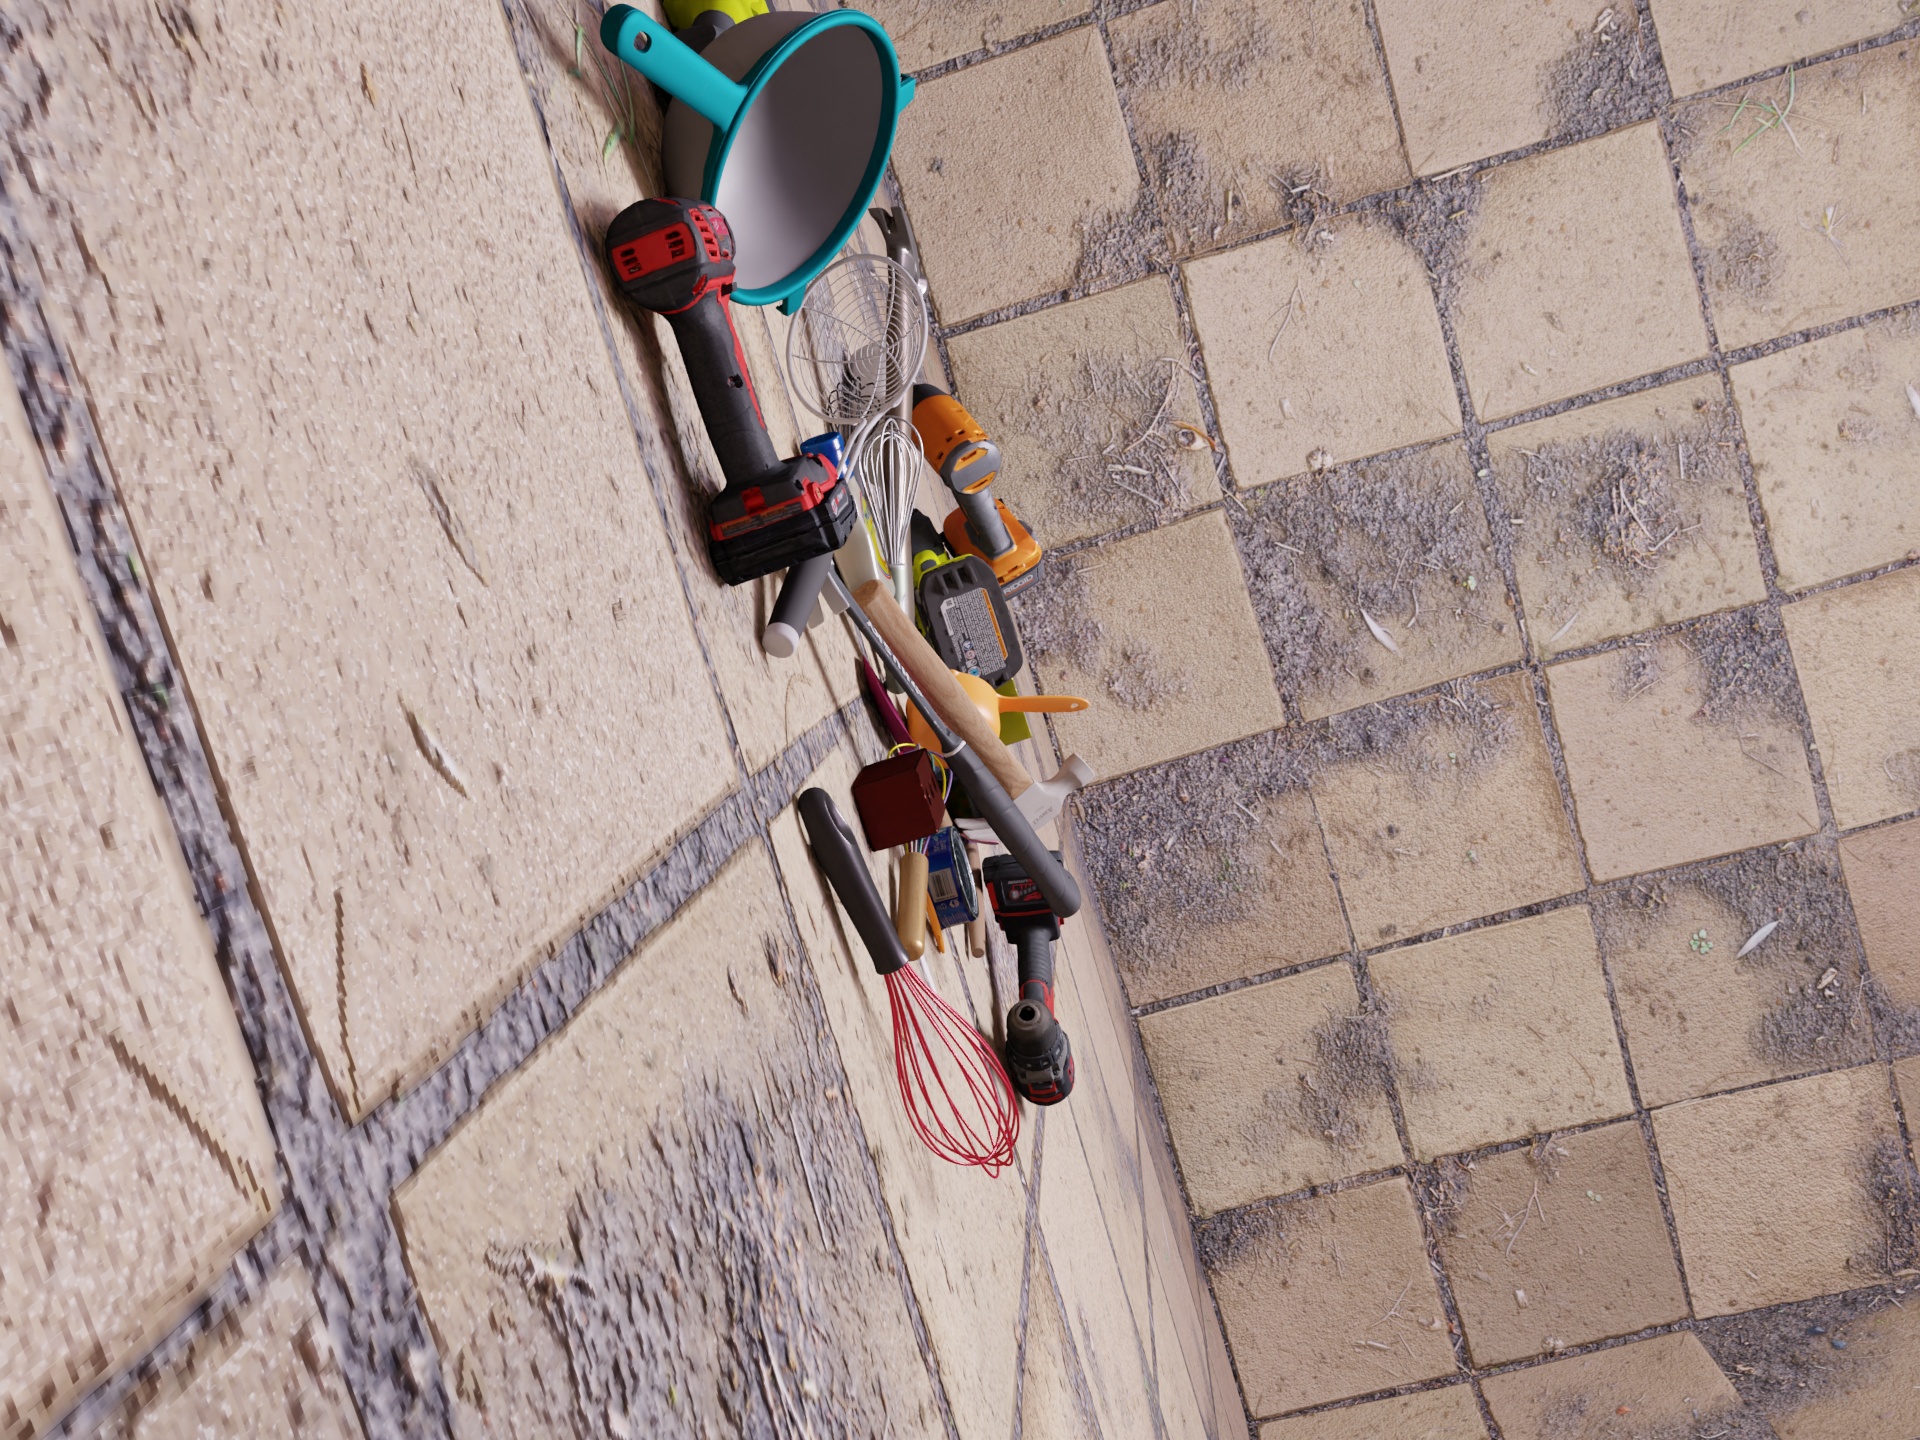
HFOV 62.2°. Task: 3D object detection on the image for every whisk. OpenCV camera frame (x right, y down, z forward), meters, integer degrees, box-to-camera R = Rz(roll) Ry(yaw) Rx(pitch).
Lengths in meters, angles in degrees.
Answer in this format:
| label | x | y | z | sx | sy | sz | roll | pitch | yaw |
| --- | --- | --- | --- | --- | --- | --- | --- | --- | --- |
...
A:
| label | x | y | z | sx | sy | sz | roll | pitch | yaw |
| --- | --- | --- | --- | --- | --- | --- | --- | --- | --- |
| whisk | -0.035 | 0.171 | 1.015 | 0.073 | 0.073 | 0.295 | -85 | 152 | -71 |
| whisk | -0.039 | 0.095 | 1.240 | 0.047 | 0.051 | 0.245 | 47 | 24 | -28 |
| whisk | -0.059 | -0.145 | 1.406 | 0.058 | 0.059 | 0.246 | -52 | 141 | -77 |
| whisk | -0.100 | -0.249 | 1.481 | 0.239 | 0.055 | 0.055 | -92 | 166 | -48 |

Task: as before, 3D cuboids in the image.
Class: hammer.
| label | x | y | z | sx | sy | sz | roll | pitch | yaw |
| --- | --- | --- | --- | --- | --- | --- | --- | --- | --- |
| hammer | -0.061 | -0.279 | 1.500 | 0.146 | 0.038 | 0.411 | 63 | 25 | -71 |
| hammer | -0.012 | 0.011 | 1.211 | 0.408 | 0.036 | 0.149 | 54 | 12 | -31 |
| hammer | -0.002 | -0.005 | 1.409 | 0.331 | 0.130 | 0.031 | 51 | -4 | -40 |

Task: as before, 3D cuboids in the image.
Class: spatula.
| label | x | y | z | sx | sy | sz | roll | pitch | yaw |
| --- | --- | --- | --- | --- | --- | --- | --- | --- | --- |
| spatula | 0.012 | 0.145 | 1.606 | 0.316 | 0.018 | 0.059 | -94 | 167 | -64 |

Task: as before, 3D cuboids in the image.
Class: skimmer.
| label | x | y | z | sx | sy | sz | roll | pitch | yaw |
| --- | --- | --- | --- | --- | --- | --- | --- | --- | --- |
| skimmer | -0.100 | -0.193 | 1.105 | 0.090 | 0.127 | 0.364 | 52 | 34 | -33 |

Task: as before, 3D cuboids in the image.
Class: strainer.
| label | x | y | z | sx | sy | sz | roll | pitch | yaw |
| --- | --- | --- | --- | --- | --- | --- | --- | --- | --- |
| strainer | -0.162 | -0.405 | 1.048 | 0.095 | 0.211 | 0.340 | 34 | 11 | 17 |

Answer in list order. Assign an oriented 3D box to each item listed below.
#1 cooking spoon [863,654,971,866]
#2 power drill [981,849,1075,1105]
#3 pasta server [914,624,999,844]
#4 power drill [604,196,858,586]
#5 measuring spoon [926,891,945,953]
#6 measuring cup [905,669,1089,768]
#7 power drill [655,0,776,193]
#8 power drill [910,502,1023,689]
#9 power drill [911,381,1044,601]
| label | x | y | z | sx | sy | sz | roll | pitch | yaw |
| --- | --- | --- | --- | --- | --- | --- | --- | --- | --- |
| cooking spoon | -0.035 | 0.052 | 1.423 | 0.069 | 0.017 | 0.318 | 61 | -4 | 41 |
| power drill | 0.068 | 0.238 | 1.523 | 0.187 | 0.080 | 0.227 | 75 | 11 | -58 |
| pasta server | -0.025 | -0.022 | 1.600 | 0.060 | 0.040 | 0.316 | 143 | -69 | -84 |
| power drill | -0.138 | -0.203 | 0.952 | 0.143 | 0.078 | 0.219 | -86 | 156 | -72 |
| measuring spoon | -0.029 | 0.153 | 1.296 | 0.021 | 0.011 | 0.116 | -95 | 171 | -47 |
| measuring cup | 0.036 | 0.003 | 1.482 | 0.095 | 0.173 | 0.052 | 89 | -2 | -45 |
| power drill | -0.178 | -0.486 | 1.260 | 0.190 | 0.080 | 0.229 | 65 | 14 | -48 |
| power drill | -0.017 | -0.129 | 1.625 | 0.223 | 0.080 | 0.171 | -127 | -163 | -64 |
| power drill | 0.003 | -0.245 | 1.654 | 0.164 | 0.084 | 0.226 | 56 | -5 | 40 |
